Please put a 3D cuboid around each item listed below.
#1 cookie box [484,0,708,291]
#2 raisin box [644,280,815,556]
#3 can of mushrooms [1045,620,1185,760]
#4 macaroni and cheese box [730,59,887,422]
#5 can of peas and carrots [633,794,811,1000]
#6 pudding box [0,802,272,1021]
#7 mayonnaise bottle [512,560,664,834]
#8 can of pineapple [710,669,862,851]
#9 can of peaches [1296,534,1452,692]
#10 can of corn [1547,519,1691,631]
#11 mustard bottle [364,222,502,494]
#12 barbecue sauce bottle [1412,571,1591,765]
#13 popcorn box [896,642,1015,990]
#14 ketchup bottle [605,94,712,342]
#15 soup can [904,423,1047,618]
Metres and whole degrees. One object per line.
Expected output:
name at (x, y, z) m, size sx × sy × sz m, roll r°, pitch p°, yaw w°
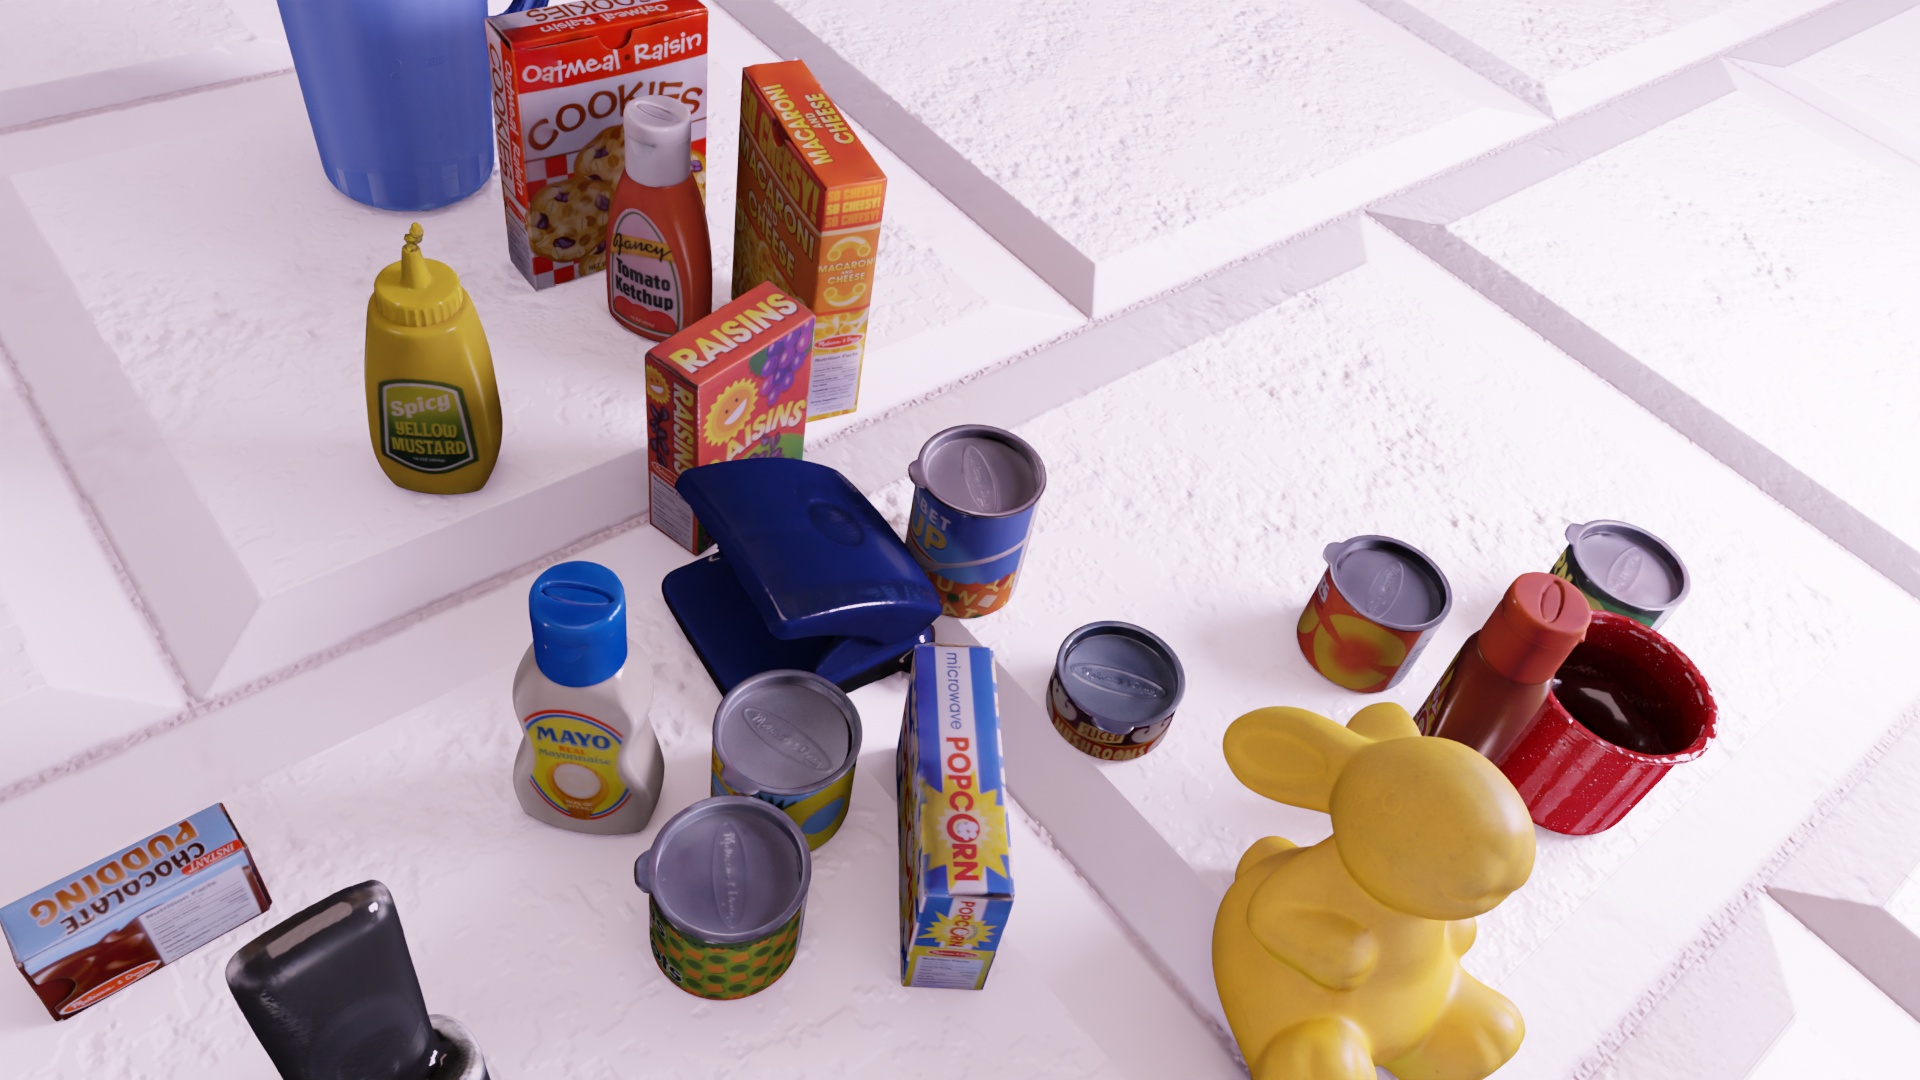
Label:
cookie box at (-0.215, -0.244, 0.845) m, size 0.123 × 0.166 × 0.040 m, roll -25°, pitch 57°, yaw -30°
raisin box at (-0.121, -0.063, 0.729) m, size 0.040 × 0.122 × 0.086 m, roll 35°, pitch 51°, yaw 20°
can of mushrooms at (0.077, 0.078, 0.702) m, size 0.071 × 0.033 × 0.071 m, roll 6°, pitch 47°, yaw -6°
macaroni and cheese box at (-0.093, -0.170, 0.803) m, size 0.040 × 0.165 × 0.124 m, roll -15°, pitch 53°, yaw -23°
can of peas and carrots at (-0.100, 0.151, 0.582) m, size 0.071 × 0.058 × 0.071 m, roll 6°, pitch 47°, yaw -6°
pudding box at (-0.323, 0.145, 0.547) m, size 0.084 × 0.049 × 0.030 m, roll -29°, pitch 59°, yaw -32°
mayonnaise bottle at (-0.158, 0.069, 0.583) m, size 0.065 × 0.147 × 0.041 m, roll 10°, pitch 47°, yaw -3°
can of pineapple at (-0.082, 0.102, 0.630) m, size 0.071 × 0.057 × 0.071 m, roll 6°, pitch 47°, yaw -6°
can of peaches at (0.220, 0.039, 0.750) m, size 0.071 × 0.057 × 0.071 m, roll 6°, pitch 47°, yaw -6°
can of corn at (0.364, 0.030, 0.787) m, size 0.071 × 0.058 × 0.071 m, roll 6°, pitch 47°, yaw -6°
mustard bottle at (-0.269, -0.091, 0.699) m, size 0.065 × 0.159 × 0.049 m, roll 2°, pitch 48°, yaw -10°
barbecue sauce bottle at (0.248, 0.076, 0.660) m, size 0.044 × 0.147 × 0.065 m, roll 26°, pitch 48°, yaw 12°
popcorn box at (-0.005, 0.120, 0.611) m, size 0.038 × 0.084 × 0.127 m, roll 3°, pitch 48°, yaw -8°
ketchup bottle at (-0.176, -0.186, 0.813) m, size 0.065 × 0.148 × 0.044 m, roll 23°, pitch 48°, yaw 10°
soup can at (0.003, -0.009, 0.732) m, size 0.071 × 0.083 × 0.072 m, roll 6°, pitch 47°, yaw -6°
